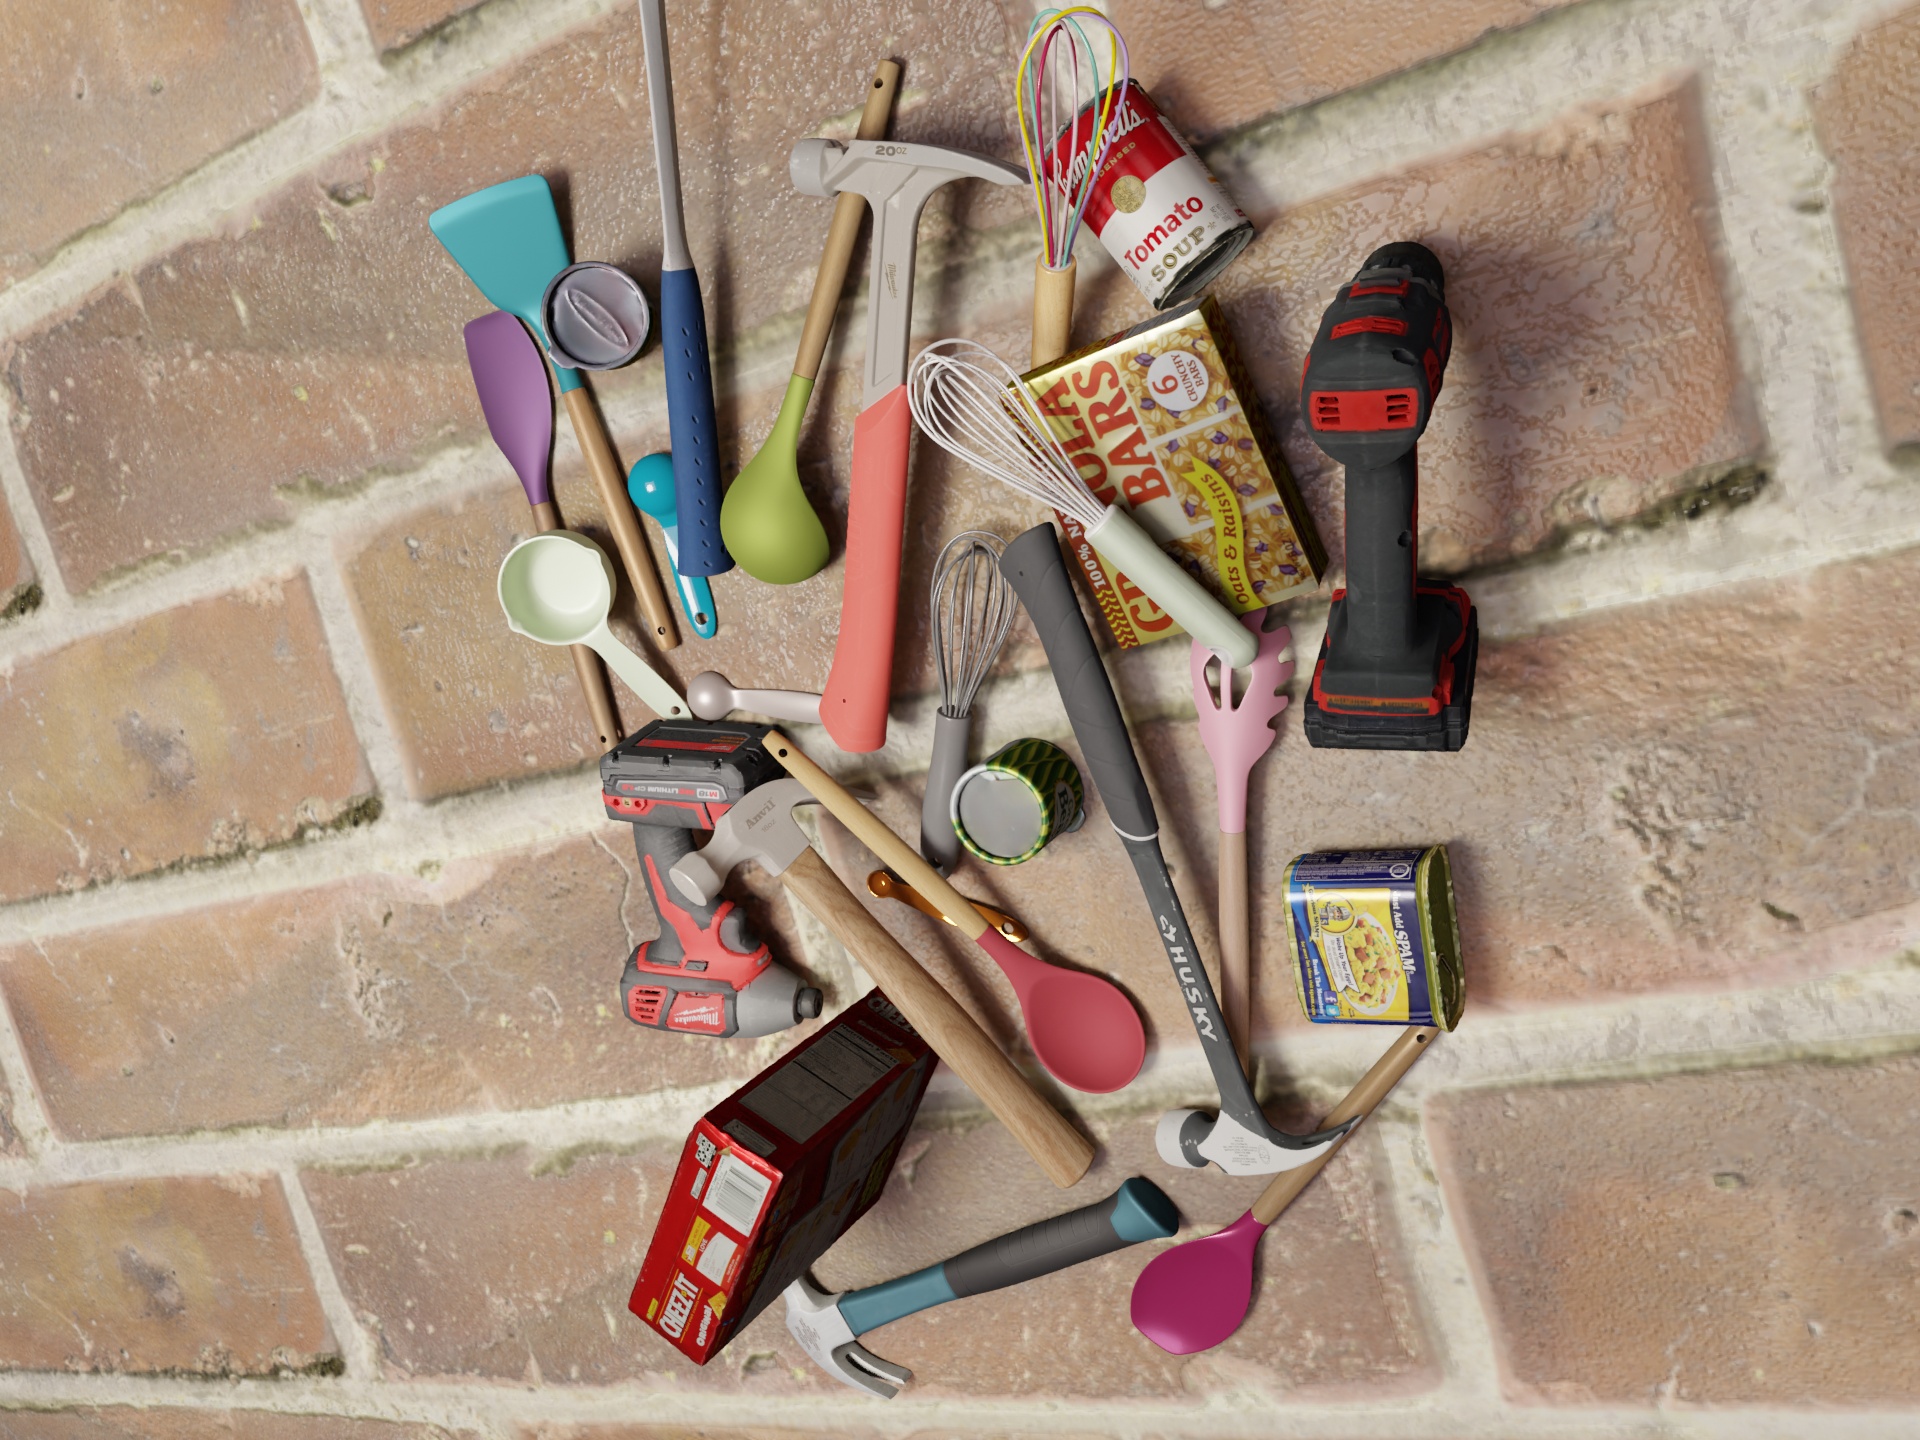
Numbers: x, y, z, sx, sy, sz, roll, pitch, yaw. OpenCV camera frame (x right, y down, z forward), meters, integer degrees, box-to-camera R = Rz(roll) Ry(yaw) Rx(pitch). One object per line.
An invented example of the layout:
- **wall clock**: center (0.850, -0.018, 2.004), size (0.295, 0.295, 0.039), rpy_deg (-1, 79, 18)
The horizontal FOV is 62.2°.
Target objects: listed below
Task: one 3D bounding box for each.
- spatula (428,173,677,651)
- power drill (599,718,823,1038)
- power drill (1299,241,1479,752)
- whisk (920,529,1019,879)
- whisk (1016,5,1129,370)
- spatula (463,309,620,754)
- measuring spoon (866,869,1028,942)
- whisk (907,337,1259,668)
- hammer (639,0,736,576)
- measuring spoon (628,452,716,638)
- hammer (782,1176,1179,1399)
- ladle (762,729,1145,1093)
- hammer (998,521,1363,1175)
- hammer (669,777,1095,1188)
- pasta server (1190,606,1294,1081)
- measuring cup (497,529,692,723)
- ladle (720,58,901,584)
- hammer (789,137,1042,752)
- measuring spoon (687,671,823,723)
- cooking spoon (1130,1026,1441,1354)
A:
- **spatula**: center (-0.253, -0.194, 1.059), size (0.082, 0.044, 0.317), rpy_deg (-20, 98, 2)
- **power drill**: center (-0.168, 0.116, 1.087), size (0.143, 0.078, 0.219), rpy_deg (4, 110, 16)
- **power drill**: center (0.216, -0.117, 0.796), size (0.080, 0.188, 0.226), rpy_deg (1, 124, 21)
- **whisk**: center (0.000, -0.003, 0.991), size (0.055, 0.055, 0.238), rpy_deg (17, 116, 21)
- **whisk**: center (0.047, -0.257, 0.828), size (0.051, 0.047, 0.244), rpy_deg (30, 150, 19)
- **spatula**: center (-0.283, -0.127, 1.109), size (0.060, 0.018, 0.316), rpy_deg (-10, 99, 24)
- **measuring spoon**: center (-0.008, 0.122, 1.051), size (0.117, 0.011, 0.021), rpy_deg (17, 112, 17)
- **whisk**: center (0.070, -0.113, 0.855), size (0.246, 0.058, 0.059), rpy_deg (41, 78, -10)
- **hammer**: center (-0.176, -0.284, 0.960), size (0.035, 0.144, 0.405), rpy_deg (9, 115, 24)
- **measuring spoon**: center (-0.188, -0.114, 1.057), size (0.042, 0.021, 0.128), rpy_deg (-15, 101, 5)
- **hammer**: center (0.006, 0.383, 1.104), size (0.331, 0.033, 0.128), rpy_deg (-30, 89, 30)
- **ladle**: center (-0.006, 0.117, 1.002), size (0.315, 0.031, 0.069), rpy_deg (43, 95, -4)
- **hammer**: center (0.111, 0.080, 0.929), size (0.149, 0.036, 0.409), rpy_deg (-13, 100, 52)
- **hammer**: center (-0.029, 0.171, 1.019), size (0.331, 0.130, 0.031), rpy_deg (48, 151, -8)
- **pasta server**: center (0.165, 0.086, 0.945), size (0.060, 0.040, 0.316), rpy_deg (5, 111, 25)
- **measuring cup**: center (-0.242, -0.061, 1.093), size (0.083, 0.038, 0.167), rpy_deg (-39, 107, 14)
- **ladle**: center (-0.081, -0.235, 0.971), size (0.078, 0.062, 0.320), rpy_deg (25, 108, 24)
- **hammer**: center (-0.039, -0.148, 0.931), size (0.149, 0.037, 0.359), rpy_deg (16, 115, 25)
- **measuring spoon**: center (-0.133, -0.010, 1.067), size (0.124, 0.018, 0.034), rpy_deg (7, 107, 24)
- **cooking spoon**: center (0.201, 0.292, 0.989), size (0.069, 0.017, 0.318), rpy_deg (36, 118, 9)
